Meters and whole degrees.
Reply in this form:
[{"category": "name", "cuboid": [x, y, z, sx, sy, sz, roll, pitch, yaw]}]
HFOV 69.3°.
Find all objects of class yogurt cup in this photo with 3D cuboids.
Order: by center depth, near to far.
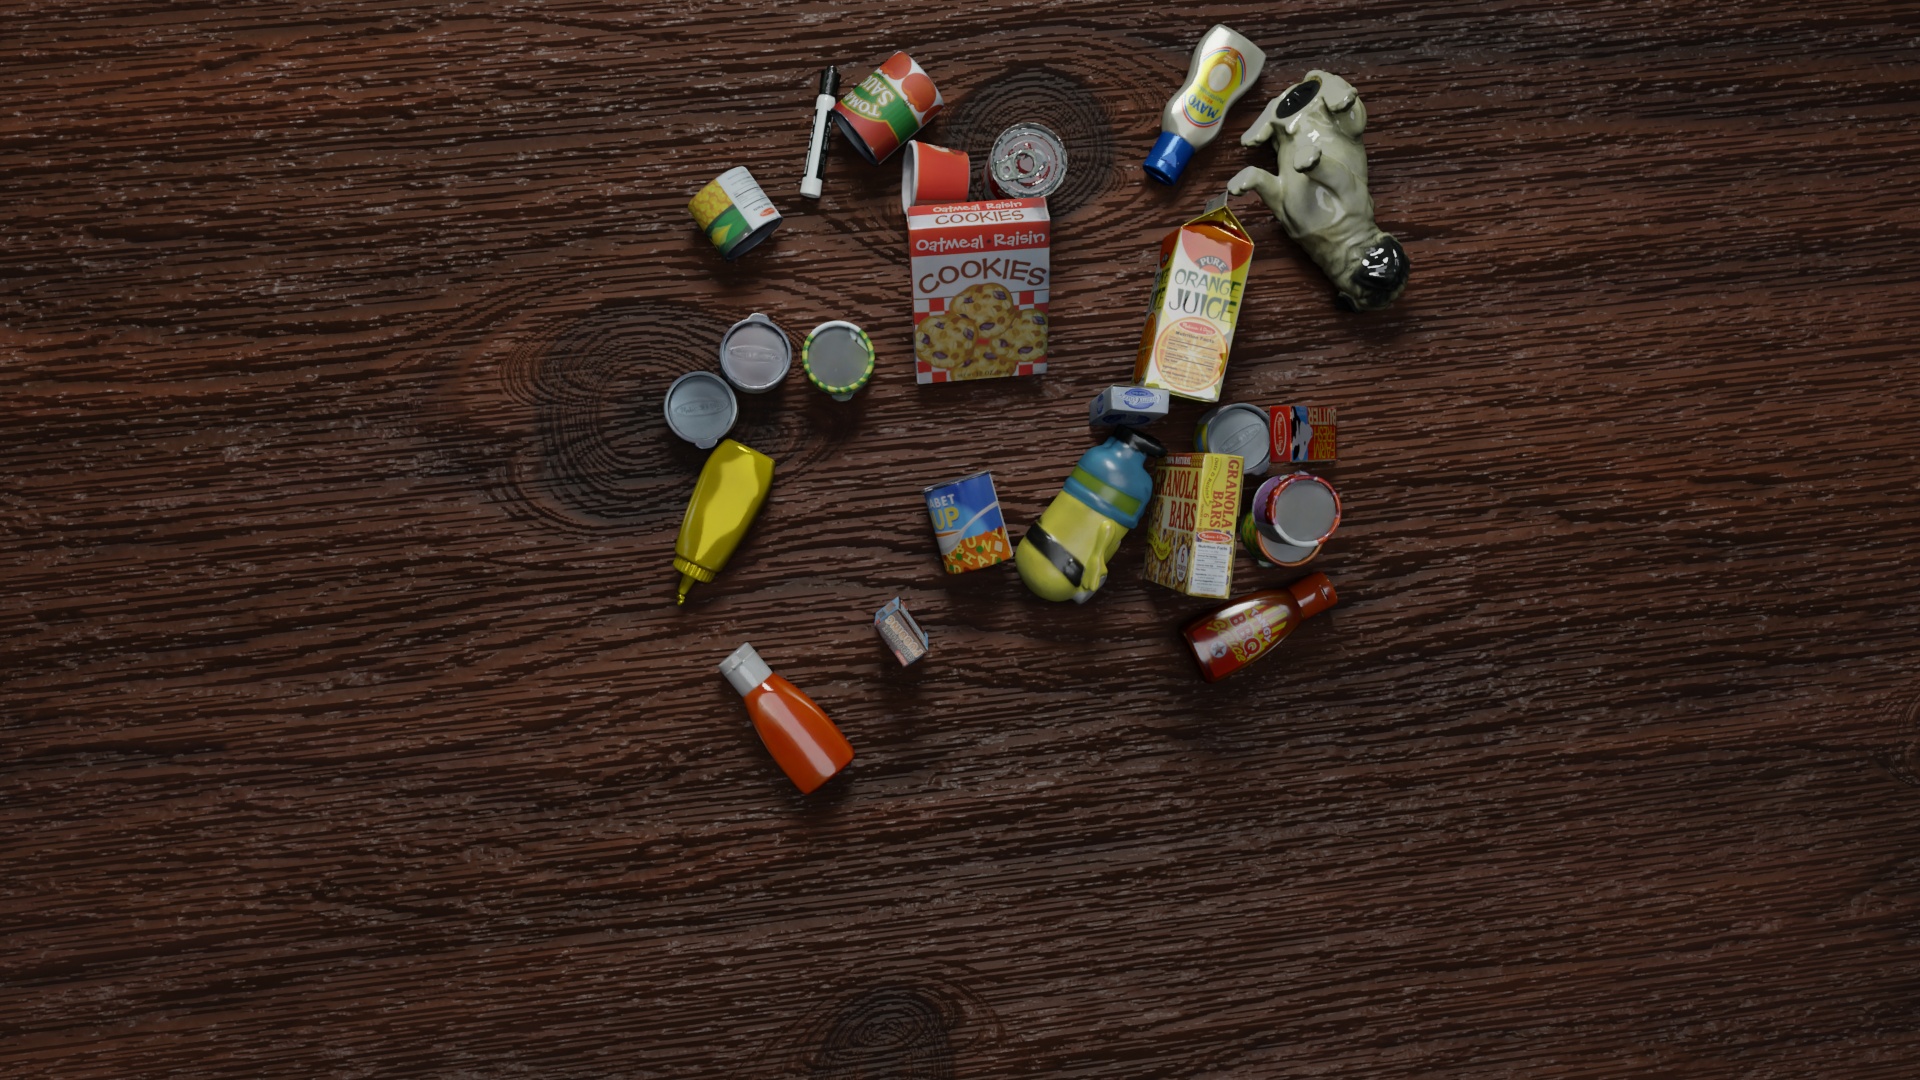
[{"category": "yogurt cup", "cuboid": [-0.023, -0.332, 1.280, 0.054, 0.072, 0.072, 1, 93, -12]}]

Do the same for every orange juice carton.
[{"category": "orange juice carton", "cuboid": [0.219, -0.227, 1.298, 0.073, 0.072, 0.192, 12, 92, -5]}]

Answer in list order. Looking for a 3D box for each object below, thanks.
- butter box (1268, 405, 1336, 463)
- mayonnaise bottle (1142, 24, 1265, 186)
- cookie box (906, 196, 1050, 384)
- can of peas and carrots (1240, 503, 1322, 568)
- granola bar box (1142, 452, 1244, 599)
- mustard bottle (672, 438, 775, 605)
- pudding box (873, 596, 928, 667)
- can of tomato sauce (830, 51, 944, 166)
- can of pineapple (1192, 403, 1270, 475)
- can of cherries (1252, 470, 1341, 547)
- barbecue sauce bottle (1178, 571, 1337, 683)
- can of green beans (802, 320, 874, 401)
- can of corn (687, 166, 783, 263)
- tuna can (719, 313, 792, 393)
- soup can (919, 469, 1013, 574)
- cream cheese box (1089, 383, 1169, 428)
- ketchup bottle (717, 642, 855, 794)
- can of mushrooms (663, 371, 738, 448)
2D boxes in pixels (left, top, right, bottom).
[{"category": "butter box", "cuboid": [0.322, -0.099, 1.303, 0.024, 0.104, 0.053, 1, 94, 39]}, {"category": "mayonnaise bottle", "cuboid": [0.224, -0.405, 1.305, 0.065, 0.041, 0.148, 31, 90, -7]}, {"category": "cookie box", "cuboid": [0.017, -0.224, 1.252, 0.123, 0.040, 0.166, -5, 133, -3]}, {"category": "can of peas and carrots", "cuboid": [0.305, -0.006, 1.322, 0.071, 0.059, 0.071, 0, 93, -4]}, {"category": "granola bar box", "cuboid": [0.210, -0.017, 1.261, 0.039, 0.165, 0.124, 6, 93, -7]}, {"category": "mustard bottle", "cuboid": [-0.229, -0.014, 1.286, 0.065, 0.049, 0.160, 27, 91, -5]}, {"category": "pudding box", "cuboid": [-0.054, 0.084, 1.287, 0.030, 0.084, 0.049, -35, 96, 1]}, {"category": "can of tomato sauce", "cuboid": [-0.067, -0.396, 1.269, 0.083, 0.071, 0.071, -41, 95, -2]}, {"category": "can of pineapple", "cuboid": [0.259, -0.094, 1.314, 0.071, 0.058, 0.071, 0, 93, -4]}, {"category": "can of cherries", "cuboid": [0.306, -0.030, 1.260, 0.071, 0.058, 0.071, 0, 93, -4]}, {"category": "barbecue sauce bottle", "cuboid": [0.287, 0.078, 1.332, 0.149, 0.043, 0.065, -27, 93, -3]}, {"category": "can of green beans", "cuboid": [-0.112, -0.168, 1.283, 0.071, 0.058, 0.071, 0, 93, -4]}, {"category": "can of corn", "cuboid": [-0.207, -0.297, 1.267, 0.071, 0.071, 0.058, -36, 94, -1]}, {"category": "tuna can", "cuboid": [-0.190, -0.172, 1.285, 0.071, 0.033, 0.071, 1, 87, -12]}, {"category": "soup can", "cuboid": [0.005, -0.016, 1.294, 0.071, 0.071, 0.083, -16, 94, -3]}, {"category": "cream cheese box", "cuboid": [0.155, -0.123, 1.282, 0.053, 0.103, 0.024, 4, 86, -6]}, {"category": "ketchup bottle", "cuboid": [-0.167, 0.164, 1.302, 0.065, 0.043, 0.148, -39, 95, -2]}, {"category": "can of mushrooms", "cuboid": [-0.240, -0.120, 1.288, 0.071, 0.033, 0.071, 0, 93, -5]}]
